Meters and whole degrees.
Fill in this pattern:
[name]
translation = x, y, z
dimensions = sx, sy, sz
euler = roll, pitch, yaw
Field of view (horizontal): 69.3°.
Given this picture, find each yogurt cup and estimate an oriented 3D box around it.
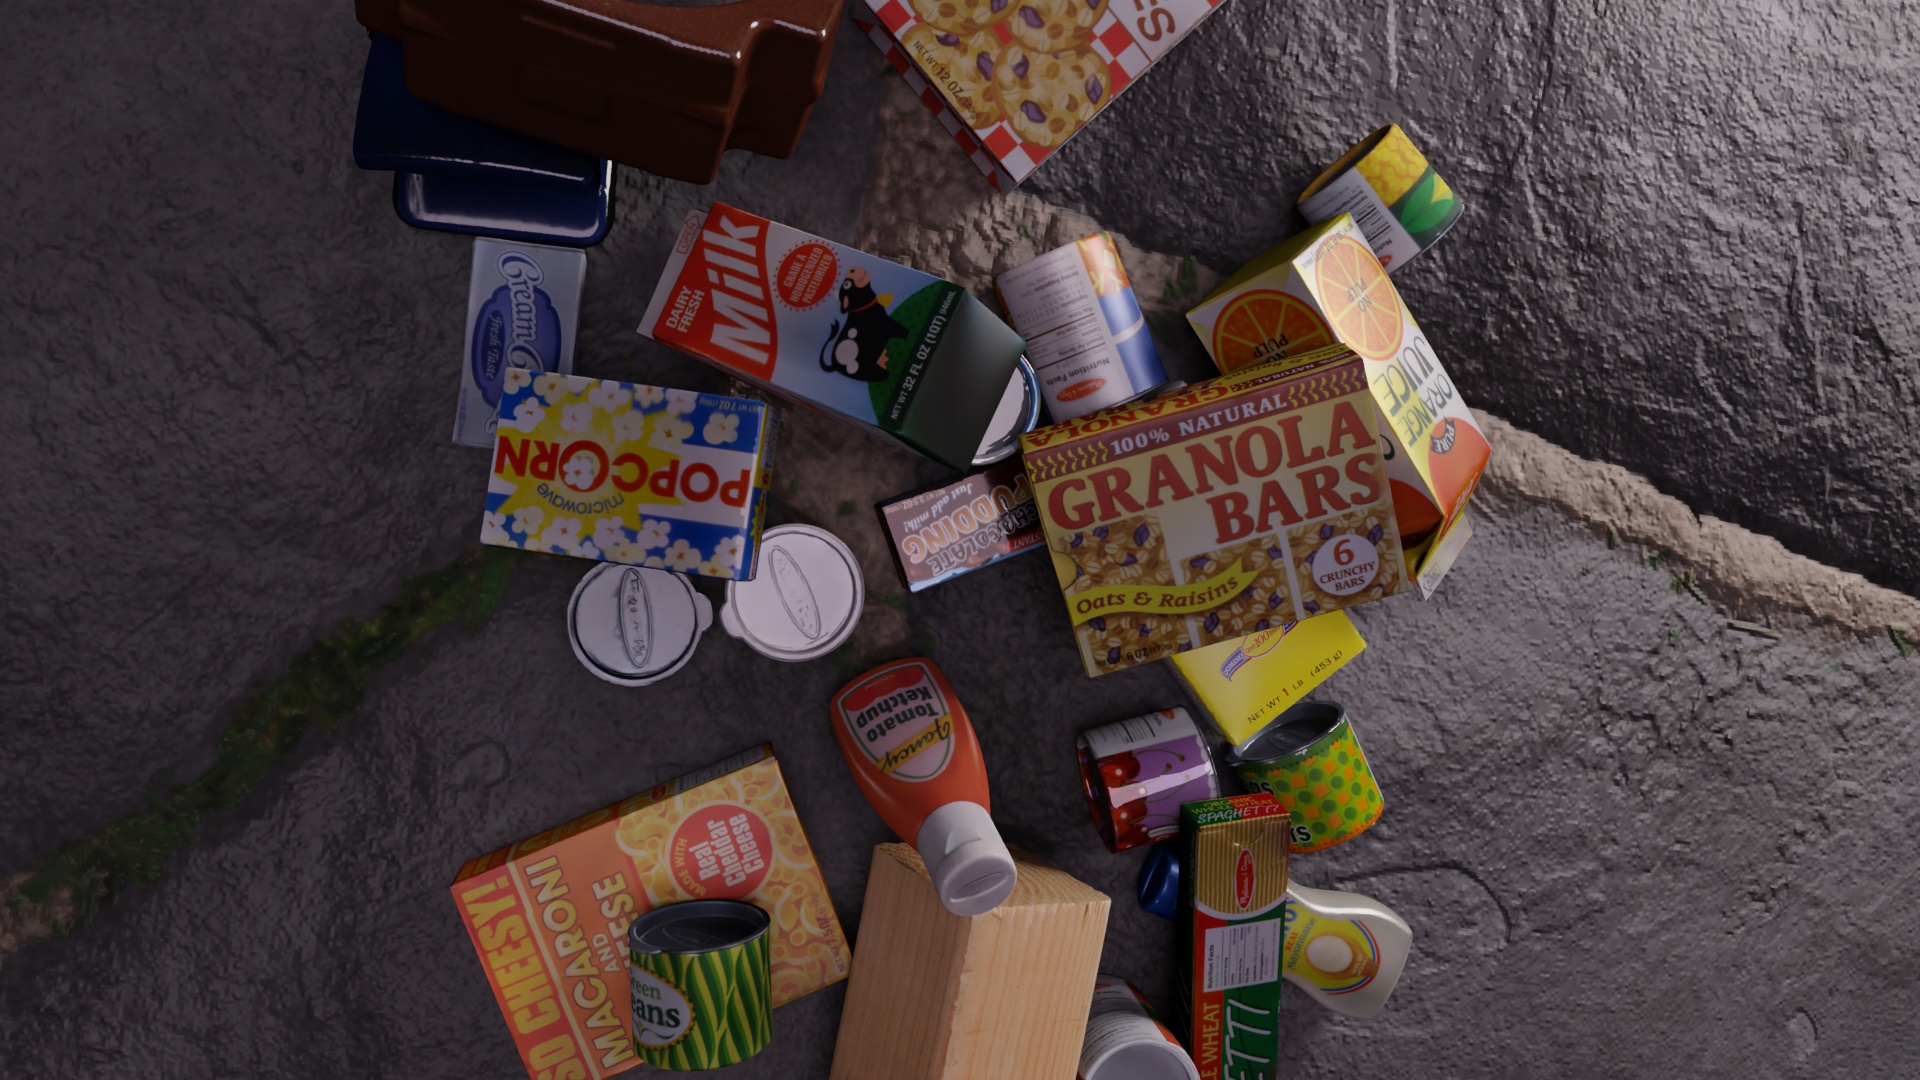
[yogurt cup]
translation = -0.085, 0.024, 0.702
dimensions = 0.072, 0.054, 0.072
euler = -1, 93, -10

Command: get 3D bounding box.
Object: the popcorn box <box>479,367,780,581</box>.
[popcorn box]
translation = -0.154, -0.031, 0.654
dimensions = 0.127, 0.038, 0.085
euler = 8, 89, 4

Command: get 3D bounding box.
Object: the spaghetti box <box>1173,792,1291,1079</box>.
[spaghetti box]
translation = 0.140, 0.250, 0.732
dimensions = 0.050, 0.029, 0.249
euler = -5, 110, -9

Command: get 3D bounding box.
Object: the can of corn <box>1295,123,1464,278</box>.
[can of corn]
translation = 0.223, -0.180, 0.741
dimensions = 0.071, 0.071, 0.058
euler = -43, 99, -5

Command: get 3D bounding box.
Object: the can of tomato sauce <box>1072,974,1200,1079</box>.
[can of tomato sauce]
translation = 0.083, 0.277, 0.729
dimensions = 0.071, 0.083, 0.071
euler = -1, 94, -10

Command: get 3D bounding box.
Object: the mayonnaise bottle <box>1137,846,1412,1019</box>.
[mayonnaise bottle]
translation = 0.170, 0.210, 0.762
dimensions = 0.148, 0.041, 0.064
euler = 23, 94, -11

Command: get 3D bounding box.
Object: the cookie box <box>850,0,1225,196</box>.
[cookie box]
translation = 0.047, -0.282, 0.717
dimensions = 0.167, 0.040, 0.123
euler = -43, 99, -6

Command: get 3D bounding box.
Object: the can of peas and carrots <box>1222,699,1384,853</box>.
[can of peas and carrots]
translation = 0.184, 0.128, 0.747
dimensions = 0.071, 0.071, 0.058
euler = -26, 98, -7

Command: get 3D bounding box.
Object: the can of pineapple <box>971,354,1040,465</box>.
[can of pineapple]
translation = 0.004, -0.073, 0.711
dimensions = 0.071, 0.058, 0.071
euler = 0, 93, -10

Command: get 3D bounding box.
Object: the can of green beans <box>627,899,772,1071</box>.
[can of green beans]
translation = -0.123, 0.209, 0.657
dimensions = 0.071, 0.071, 0.057
euler = -2, 95, -10

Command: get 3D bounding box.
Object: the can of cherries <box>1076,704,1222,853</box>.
[can of cherries]
translation = 0.099, 0.128, 0.732
dimensions = 0.058, 0.071, 0.071
euler = -14, 95, -9

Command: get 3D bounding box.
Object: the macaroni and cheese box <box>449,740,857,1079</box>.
[macaroni and cheese box]
translation = -0.152, 0.192, 0.706
dimensions = 0.167, 0.040, 0.123
euler = -21, 97, -9

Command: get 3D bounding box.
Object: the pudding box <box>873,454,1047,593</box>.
[pudding box]
translation = 0.003, -0.009, 0.728
dimensions = 0.084, 0.030, 0.049
euler = -19, 97, -8

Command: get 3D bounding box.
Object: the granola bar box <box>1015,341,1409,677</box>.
[granola bar box]
translation = 0.124, -0.014, 0.679
dimensions = 0.165, 0.039, 0.123
euler = -16, 110, 5

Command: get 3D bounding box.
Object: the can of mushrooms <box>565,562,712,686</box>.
[can of mushrooms]
translation = -0.160, 0.038, 0.700
dimensions = 0.071, 0.033, 0.071
euler = 0, 92, -10

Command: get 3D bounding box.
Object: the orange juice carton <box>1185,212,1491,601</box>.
[orange juice carton]
translation = 0.209, -0.065, 0.728
dimensions = 0.072, 0.073, 0.192
euler = -41, 101, -40

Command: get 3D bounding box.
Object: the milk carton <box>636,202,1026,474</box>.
[milk carton]
translation = -0.074, -0.103, 0.664
dimensions = 0.191, 0.073, 0.072
euler = 23, 88, 27

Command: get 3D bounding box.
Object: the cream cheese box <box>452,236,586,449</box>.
[cream cheese box]
translation = -0.217, -0.095, 0.688
dimensions = 0.053, 0.024, 0.103
euler = 6, 92, -11

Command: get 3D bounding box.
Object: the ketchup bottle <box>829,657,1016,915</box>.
[ketchup bottle]
translation = -0.015, 0.117, 0.671
dimensions = 0.065, 0.149, 0.043
euler = -23, 125, -8

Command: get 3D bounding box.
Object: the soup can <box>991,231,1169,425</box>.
[soup can]
translation = 0.062, -0.108, 0.717
dimensions = 0.071, 0.071, 0.083
euler = -23, 96, -8
